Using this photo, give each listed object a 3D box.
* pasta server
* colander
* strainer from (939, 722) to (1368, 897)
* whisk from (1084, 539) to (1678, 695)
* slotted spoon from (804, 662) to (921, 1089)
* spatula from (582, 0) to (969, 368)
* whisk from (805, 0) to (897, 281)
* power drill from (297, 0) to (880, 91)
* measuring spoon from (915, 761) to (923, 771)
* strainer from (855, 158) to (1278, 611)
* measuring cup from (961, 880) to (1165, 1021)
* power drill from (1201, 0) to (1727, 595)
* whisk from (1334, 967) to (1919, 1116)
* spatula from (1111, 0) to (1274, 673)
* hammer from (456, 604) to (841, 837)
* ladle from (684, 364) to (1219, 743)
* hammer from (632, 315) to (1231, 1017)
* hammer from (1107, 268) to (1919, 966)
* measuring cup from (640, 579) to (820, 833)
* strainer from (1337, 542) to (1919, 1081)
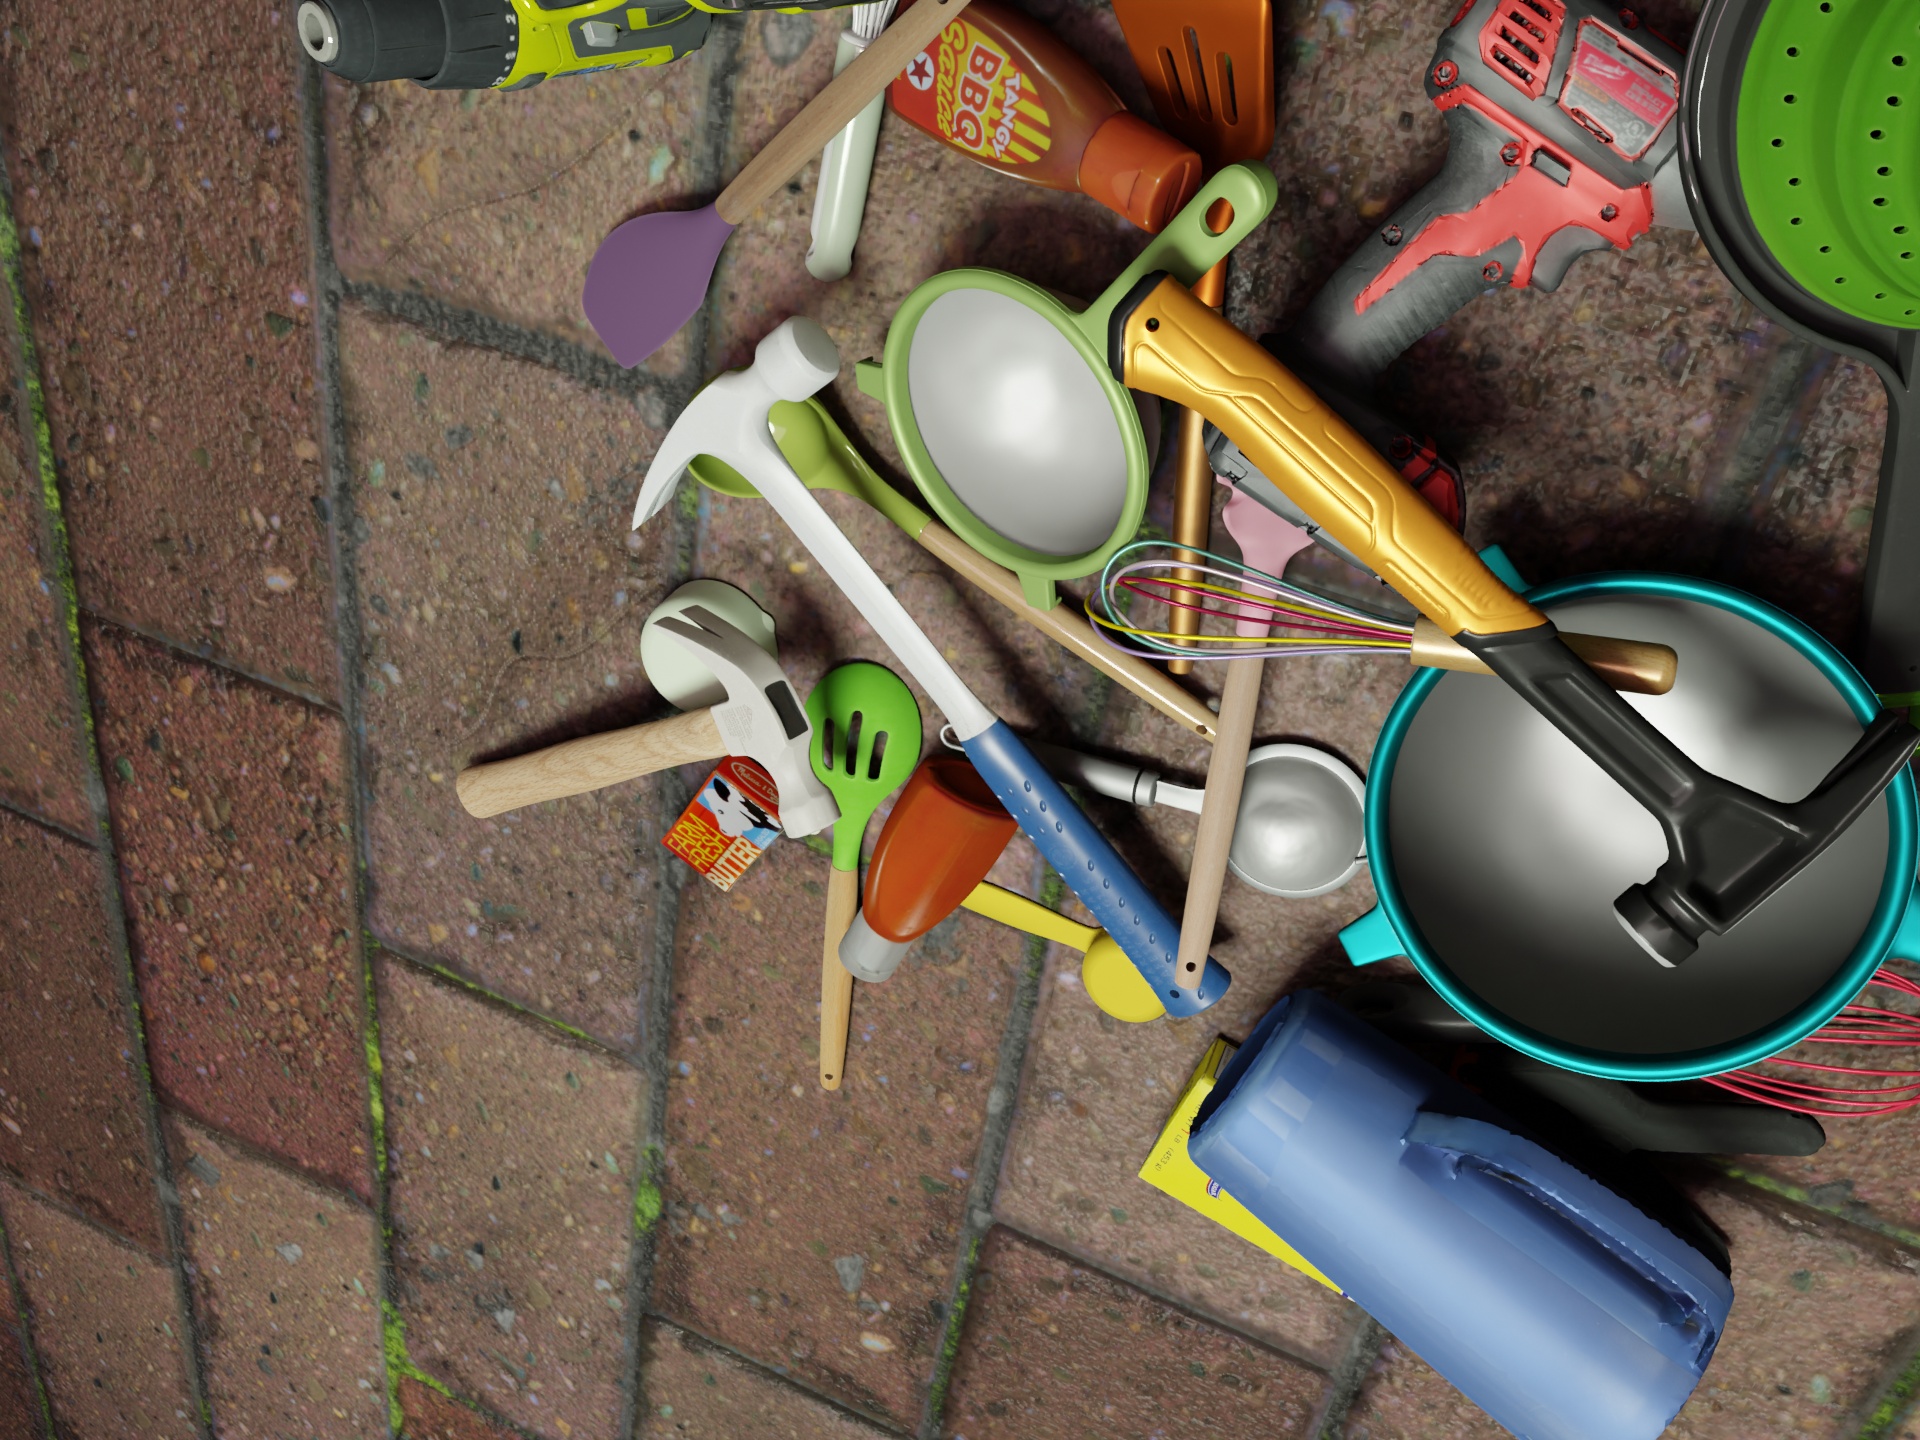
[{"bbox_3d":[0.133,-0.012,0.753,0.060,0.040,0.316,10,109,9],"label":"pasta server"},{"bbox_3d":[0.363,-0.133,0.550,0.204,0.095,0.396,-7,121,8],"label":"colander"},{"bbox_3d":[0.104,0.039,0.828,0.258,0.050,0.086,15,116,22],"label":"strainer"},{"bbox_3d":[0.171,-0.040,0.673,0.245,0.047,0.051,9,95,20],"label":"whisk"},{"bbox_3d":[-0.069,0.107,0.954,0.070,0.031,0.313,12,123,8],"label":"slotted spoon"},{"bbox_3d":[-0.097,-0.254,0.745,0.316,0.018,0.059,-23,103,46],"label":"spatula"},{"bbox_3d":[-0.041,-0.310,0.705,0.059,0.058,0.246,6,128,-12],"label":"whisk"},{"bbox_3d":[-0.133,-0.302,0.632,0.229,0.190,0.080,4,116,41],"label":"power drill"},{"bbox_3d":[-0.025,0.068,0.922,0.021,0.011,0.116,9,125,-6],"label":"measuring spoon"},{"bbox_3d":[0.064,-0.164,0.690,0.151,0.069,0.256,52,144,-1],"label":"strainer"},{"bbox_3d":[0.051,0.125,0.903,0.156,0.029,0.062,21,123,15],"label":"measuring cup"},{"bbox_3d":[0.206,-0.166,0.626,0.143,0.078,0.219,33,112,-1],"label":"power drill"},{"bbox_3d":[0.323,0.147,0.769,0.296,0.073,0.073,-3,115,32],"label":"whisk"},{"bbox_3d":[0.103,-0.162,0.717,0.081,0.041,0.322,26,130,39],"label":"spatula"},{"bbox_3d":[-0.203,0.019,0.925,0.331,0.031,0.130,-12,102,44],"label":"hammer"},{"bbox_3d":[-0.001,-0.075,0.802,0.320,0.062,0.078,35,135,4],"label":"ladle"},{"bbox_3d":[-0.001,-0.003,0.803,0.144,0.035,0.405,-29,108,36],"label":"hammer"},{"bbox_3d":[0.194,-0.056,0.603,0.337,0.034,0.127,41,109,-3],"label":"hammer"},{"bbox_3d":[-0.127,0.001,0.916,0.083,0.038,0.167,-17,107,32],"label":"measuring cup"},{"bbox_3d":[0.346,0.062,0.668,0.340,0.095,0.211,20,101,22],"label":"strainer"}]
